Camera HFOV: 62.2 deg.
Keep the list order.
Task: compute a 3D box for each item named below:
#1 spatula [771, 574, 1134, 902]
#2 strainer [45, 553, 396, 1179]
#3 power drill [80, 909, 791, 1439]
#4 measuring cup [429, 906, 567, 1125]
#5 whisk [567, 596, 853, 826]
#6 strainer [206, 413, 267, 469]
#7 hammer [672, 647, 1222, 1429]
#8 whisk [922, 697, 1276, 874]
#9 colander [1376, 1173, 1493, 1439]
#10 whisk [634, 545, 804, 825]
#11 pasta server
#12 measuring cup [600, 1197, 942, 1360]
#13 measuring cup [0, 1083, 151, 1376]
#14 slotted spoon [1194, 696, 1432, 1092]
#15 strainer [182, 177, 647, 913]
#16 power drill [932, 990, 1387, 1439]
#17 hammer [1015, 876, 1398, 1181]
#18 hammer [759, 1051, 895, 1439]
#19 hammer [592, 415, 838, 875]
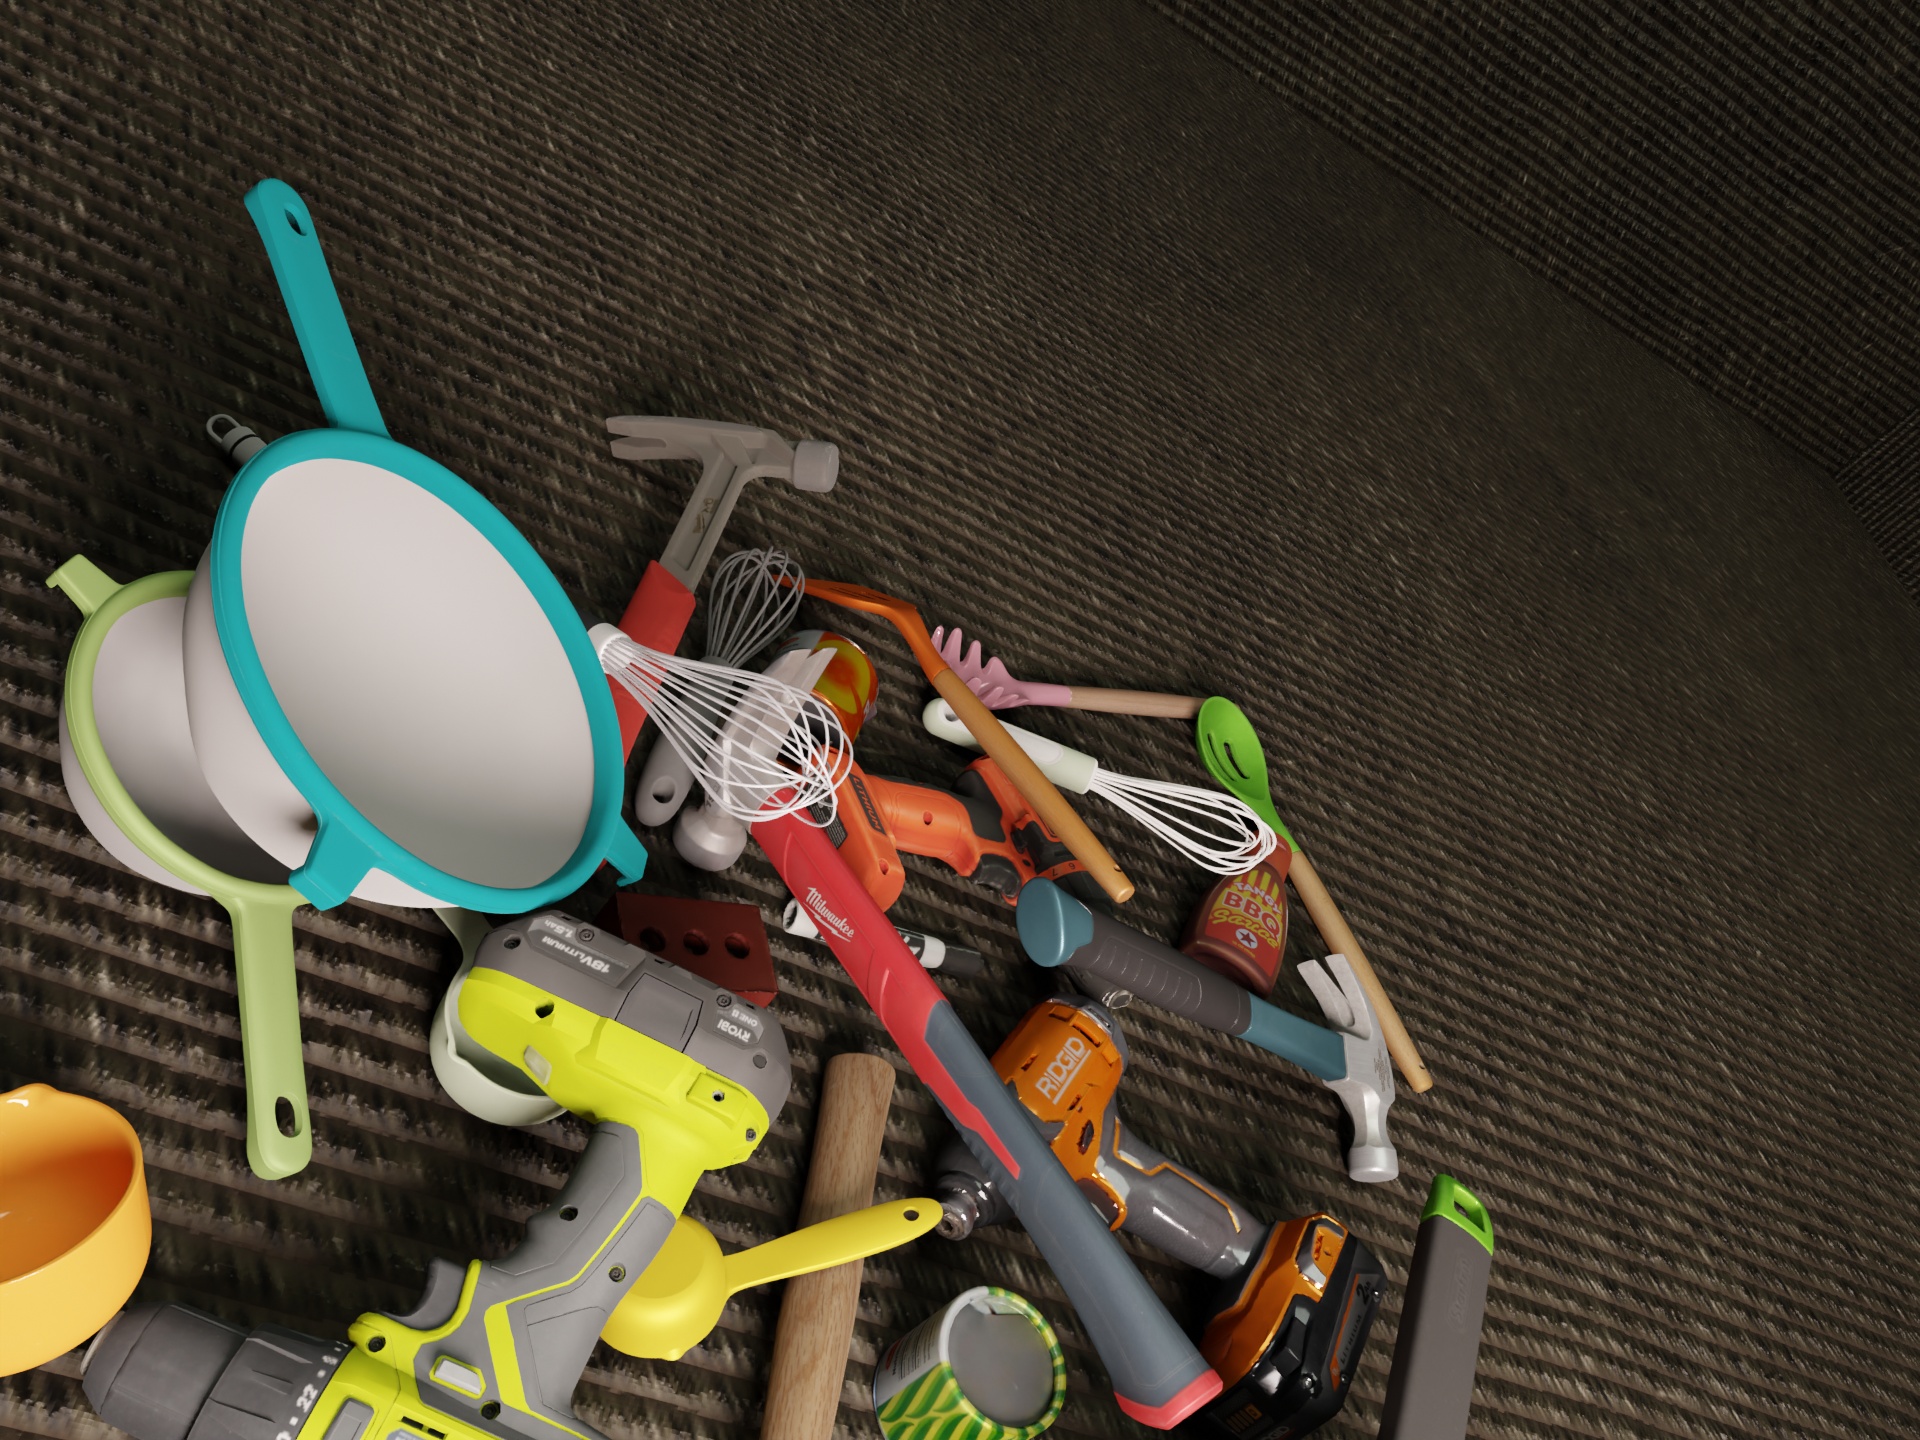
[{"bbox_3d":[-0.002,-0.003,0.956,0.081,0.041,0.323,2,39,-47],"label":"spatula"},{"bbox_3d":[-0.307,0.065,0.656,0.151,0.069,0.257,19,52,-58],"label":"strainer"},{"bbox_3d":[-0.178,0.191,0.588,0.190,0.080,0.229,27,55,-4],"label":"power drill"},{"bbox_3d":[-0.221,0.107,0.708,0.083,0.038,0.168,-19,62,-49],"label":"measuring cup"},{"bbox_3d":[-0.156,-0.024,0.785,0.285,0.070,0.070,30,26,36],"label":"whisk"},{"bbox_3d":[-0.300,-0.076,0.822,0.258,0.050,0.087,42,79,10],"label":"strainer"},{"bbox_3d":[-0.004,0.139,0.734,0.038,0.143,0.387,-7,49,-48],"label":"hammer"},{"bbox_3d":[0.090,0.039,1.026,0.246,0.059,0.058,22,57,-6],"label":"whisk"},{"bbox_3d":[0.162,0.360,0.671,0.204,0.094,0.397,38,40,-2],"label":"colander"},{"bbox_3d":[-0.139,-0.025,0.913,0.055,0.055,0.239,31,42,-13],"label":"whisk"},{"bbox_3d":[0.096,-0.021,1.123,0.316,0.040,0.060,4,39,-41],"label":"pasta server"},{"bbox_3d":[-0.080,0.221,0.671,0.156,0.029,0.062,-11,40,-20],"label":"measuring cup"},{"bbox_3d":[-0.355,0.172,0.514,0.173,0.052,0.095,-2,31,-11],"label":"measuring cup"},{"bbox_3d":[0.245,0.118,1.123,0.070,0.031,0.314,-1,55,-43],"label":"slotted spoon"},{"bbox_3d":[-0.266,-0.063,0.667,0.211,0.095,0.340,6,59,-66],"label":"strainer"},{"bbox_3d":[0.091,0.257,0.797,0.226,0.084,0.164,41,36,7],"label":"power drill"},{"bbox_3d":[0.149,0.162,0.900,0.330,0.033,0.128,30,50,-38],"label":"hammer"},{"bbox_3d":[-0.061,0.268,0.660,0.130,0.031,0.332,7,35,1],"label":"hammer"},{"bbox_3d":[-0.180,-0.054,0.884,0.149,0.036,0.359,7,46,8],"label":"hammer"}]
